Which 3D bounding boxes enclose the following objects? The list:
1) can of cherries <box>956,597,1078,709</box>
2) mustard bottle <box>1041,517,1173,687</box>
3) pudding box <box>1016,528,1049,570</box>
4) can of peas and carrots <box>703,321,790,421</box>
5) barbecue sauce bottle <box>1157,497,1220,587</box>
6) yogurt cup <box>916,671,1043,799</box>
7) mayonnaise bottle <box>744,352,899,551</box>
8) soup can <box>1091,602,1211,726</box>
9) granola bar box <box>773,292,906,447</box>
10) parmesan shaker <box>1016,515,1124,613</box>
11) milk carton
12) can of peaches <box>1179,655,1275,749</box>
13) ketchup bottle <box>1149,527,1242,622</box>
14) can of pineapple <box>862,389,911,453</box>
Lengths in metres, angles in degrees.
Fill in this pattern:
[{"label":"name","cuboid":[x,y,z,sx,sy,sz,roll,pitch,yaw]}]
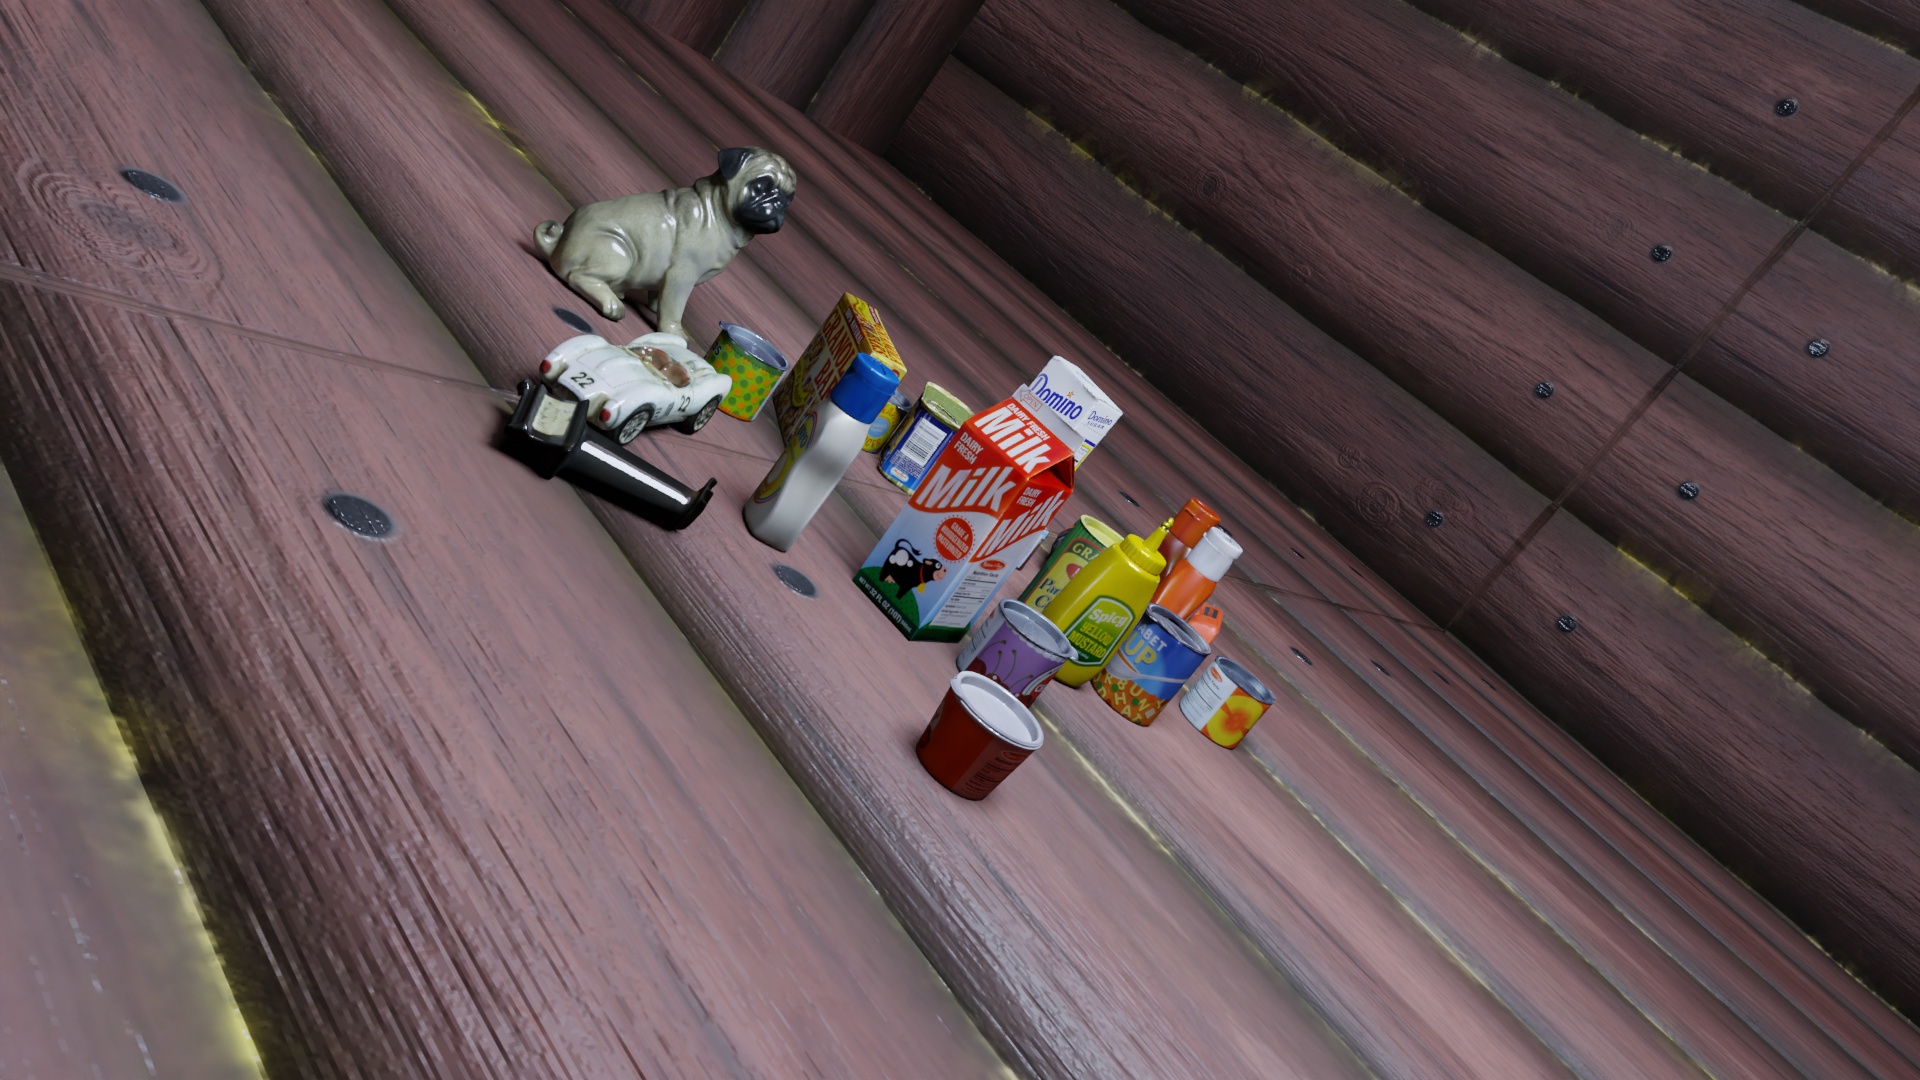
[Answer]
[{"label":"can of cherries","cuboid":[0.042,0.087,1.023,0.071,0.058,0.072,34,16,-11]},{"label":"mustard bottle","cuboid":[0.120,0.044,1.124,0.065,0.160,0.049,30,17,-23]},{"label":"pudding box","cuboid":[0.036,-0.012,1.311,0.083,0.049,0.030,28,18,-29]},{"label":"can of peas and carrots","cuboid":[-0.191,-0.145,1.192,0.071,0.058,0.071,34,16,-11]},{"label":"barbecue sauce bottle","cuboid":[0.192,0.026,1.348,0.043,0.148,0.065,19,23,-49]},{"label":"yogurt cup","cuboid":[0.010,0.123,0.860,0.072,0.053,0.072,34,16,-11]},{"label":"mayonnaise bottle","cuboid":[-0.099,-0.065,0.994,0.041,0.147,0.065,30,17,-25]},{"label":"soup can","cuboid":[0.158,0.104,1.173,0.071,0.083,0.071,34,16,-11]},{"label":"granola bar box","cuboid":[-0.108,-0.135,1.219,0.039,0.124,0.166,29,17,-25]},{"label":"parmesan shaker","cuboid":[0.103,0.040,1.203,0.071,0.103,0.071,34,16,-11]},{"label":"milk carton","cuboid":[0.013,-0.020,1.023,0.072,0.190,0.073,45,17,27]},{"label":"can of peaches","cuboid":[0.245,0.150,1.274,0.071,0.058,0.071,34,16,-11]},{"label":"ketchup bottle","cuboid":[0.199,0.055,1.280,0.043,0.148,0.065,38,15,7]},{"label":"can of pineapple","cuboid":[-0.090,-0.125,1.352,0.071,0.057,0.071,34,16,-11]}]
